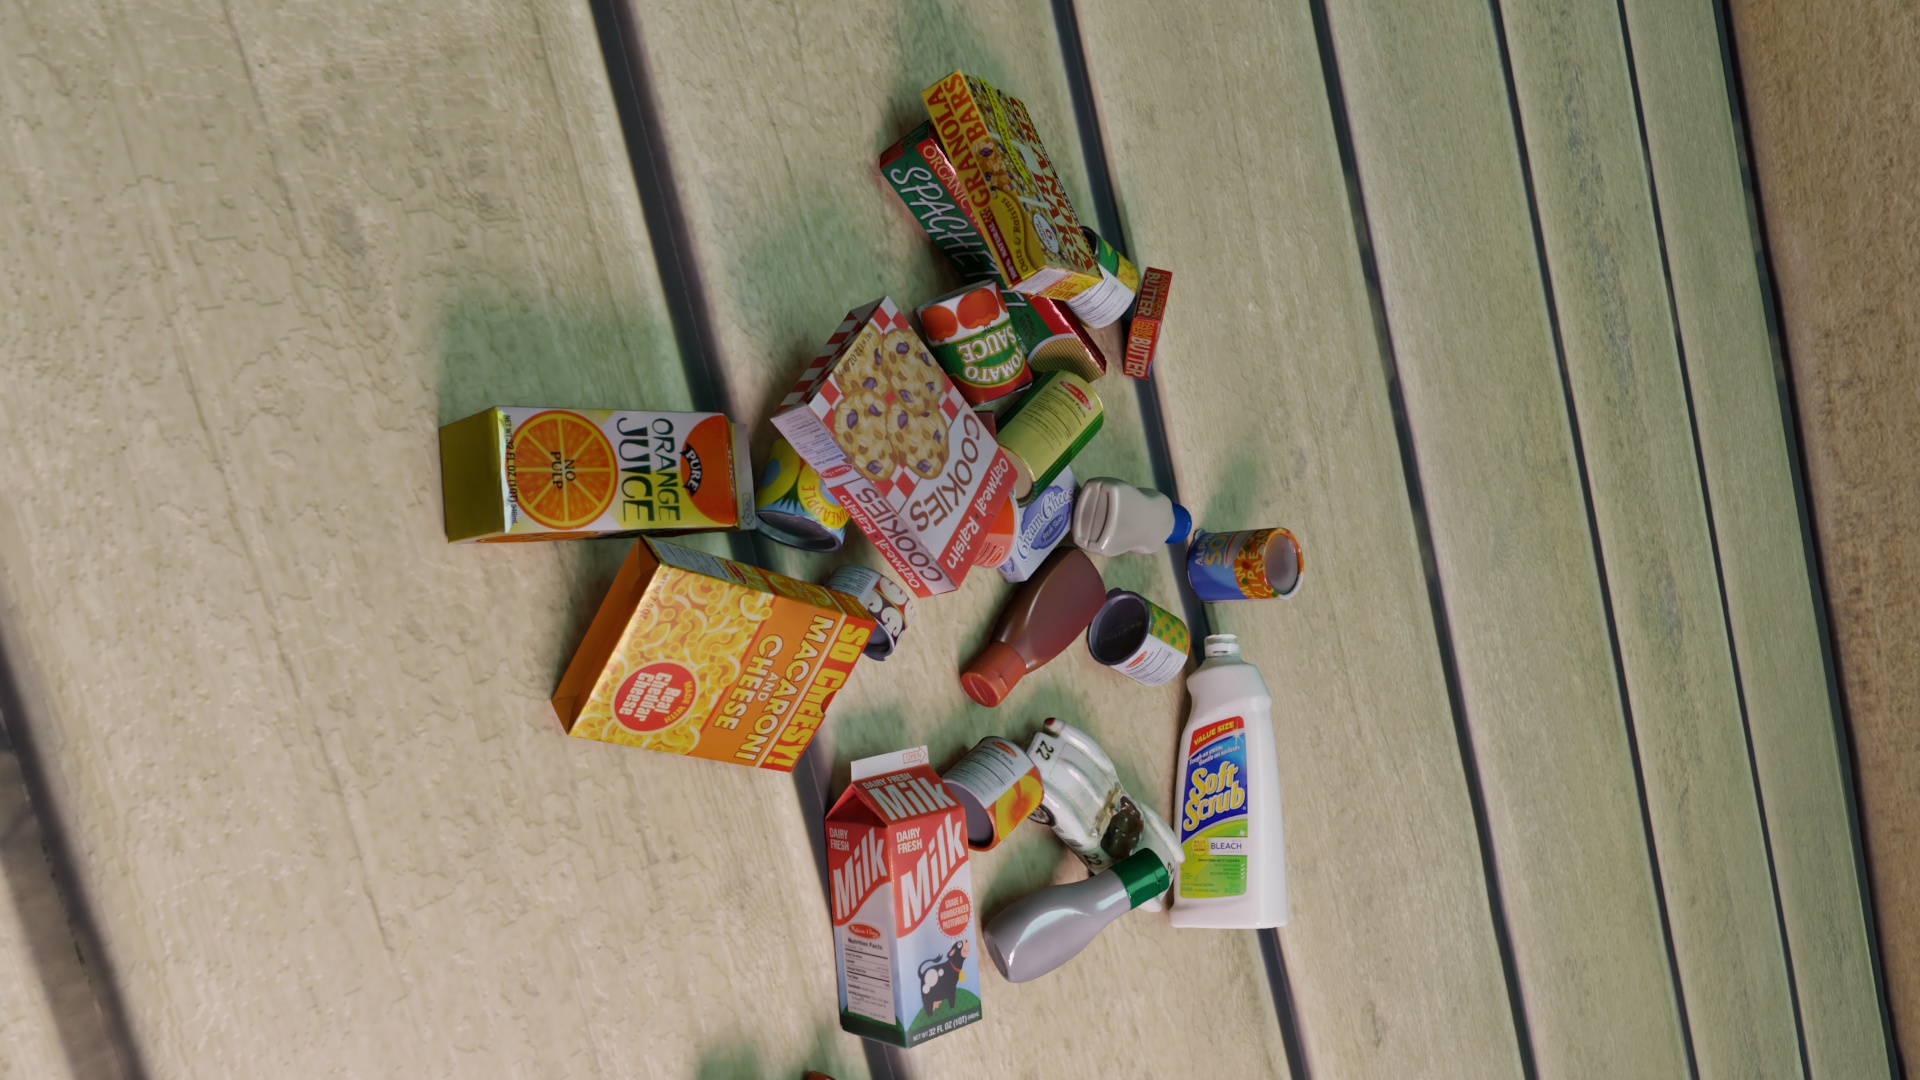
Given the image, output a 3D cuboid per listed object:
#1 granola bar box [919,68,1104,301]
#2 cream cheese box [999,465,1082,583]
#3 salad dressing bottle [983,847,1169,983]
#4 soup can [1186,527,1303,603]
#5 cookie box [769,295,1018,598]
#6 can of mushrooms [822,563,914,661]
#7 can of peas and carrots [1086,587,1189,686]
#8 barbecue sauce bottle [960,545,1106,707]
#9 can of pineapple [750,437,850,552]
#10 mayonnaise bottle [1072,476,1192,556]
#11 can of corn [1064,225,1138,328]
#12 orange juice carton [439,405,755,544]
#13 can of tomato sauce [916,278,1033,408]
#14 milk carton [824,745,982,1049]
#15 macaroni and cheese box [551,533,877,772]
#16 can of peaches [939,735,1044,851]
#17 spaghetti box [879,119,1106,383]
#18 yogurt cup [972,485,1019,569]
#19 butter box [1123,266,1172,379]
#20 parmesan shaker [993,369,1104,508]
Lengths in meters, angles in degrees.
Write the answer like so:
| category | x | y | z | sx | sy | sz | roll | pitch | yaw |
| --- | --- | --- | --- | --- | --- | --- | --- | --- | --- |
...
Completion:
| category | x | y | z | sx | sy | sz | roll | pitch | yaw |
| --- | --- | --- | --- | --- | --- | --- | --- | --- | --- |
| granola bar box | 0.043 | -0.269 | 1.063 | 0.124 | 0.039 | 0.165 | -11 | 76 | -64 |
| cream cheese box | 0.060 | -0.018 | 1.122 | 0.104 | 0.024 | 0.053 | -47 | 116 | -35 |
| salad dressing bottle | 0.091 | 0.286 | 1.070 | 0.148 | 0.044 | 0.064 | -23 | 120 | -18 |
| soup can | 0.258 | 0.021 | 1.262 | 0.071 | 0.083 | 0.071 | 5 | 82 | -42 |
| cookie box | -0.038 | -0.062 | 0.938 | 0.167 | 0.040 | 0.123 | 52 | 44 | -25 |
| can of mushrooms | -0.067 | 0.050 | 0.969 | 0.071 | 0.071 | 0.033 | 49 | 55 | -28 |
| can of peas and carrots | 0.149 | 0.081 | 1.168 | 0.058 | 0.071 | 0.071 | 29 | 67 | -38 |
| barbecue sauce bottle | 0.057 | 0.070 | 1.097 | 0.149 | 0.043 | 0.064 | -46 | 117 | -35 |
| can of pineapple | -0.103 | -0.031 | 0.939 | 0.071 | 0.071 | 0.058 | 31 | 65 | -37 |
| mayonnaise bottle | 0.148 | -0.017 | 1.175 | 0.148 | 0.041 | 0.064 | 4 | 100 | -56 |
| can of corn | 0.105 | -0.220 | 1.157 | 0.058 | 0.071 | 0.071 | 31 | 66 | -38 |
| orange juice carton | -0.206 | -0.039 | 0.842 | 0.193 | 0.073 | 0.072 | -3 | 86 | -44 |
| can of tomato sauce | 0.012 | -0.150 | 1.059 | 0.071 | 0.071 | 0.083 | -33 | 108 | -40 |
| milk carton | -0.041 | 0.243 | 0.967 | 0.072 | 0.073 | 0.190 | -4 | 88 | -43 |
| macaroni and cheese box | -0.150 | 0.076 | 0.866 | 0.166 | 0.040 | 0.123 | 19 | 107 | -40 |
| can of peaches | 0.020 | 0.191 | 1.035 | 0.058 | 0.071 | 0.071 | -35 | 109 | -40 |
| spaghetti box | 0.029 | -0.214 | 1.092 | 0.249 | 0.050 | 0.029 | 49 | 27 | -28 |
| yogurt cup | 0.004 | -0.013 | 1.043 | 0.054 | 0.072 | 0.072 | 3 | 84 | -35 |
| butter box | 0.160 | -0.185 | 1.191 | 0.103 | 0.024 | 0.053 | 85 | 20 | -69 |
| parmesan shaker | 0.058 | -0.082 | 1.100 | 0.103 | 0.071 | 0.071 | -47 | 117 | -35 |
